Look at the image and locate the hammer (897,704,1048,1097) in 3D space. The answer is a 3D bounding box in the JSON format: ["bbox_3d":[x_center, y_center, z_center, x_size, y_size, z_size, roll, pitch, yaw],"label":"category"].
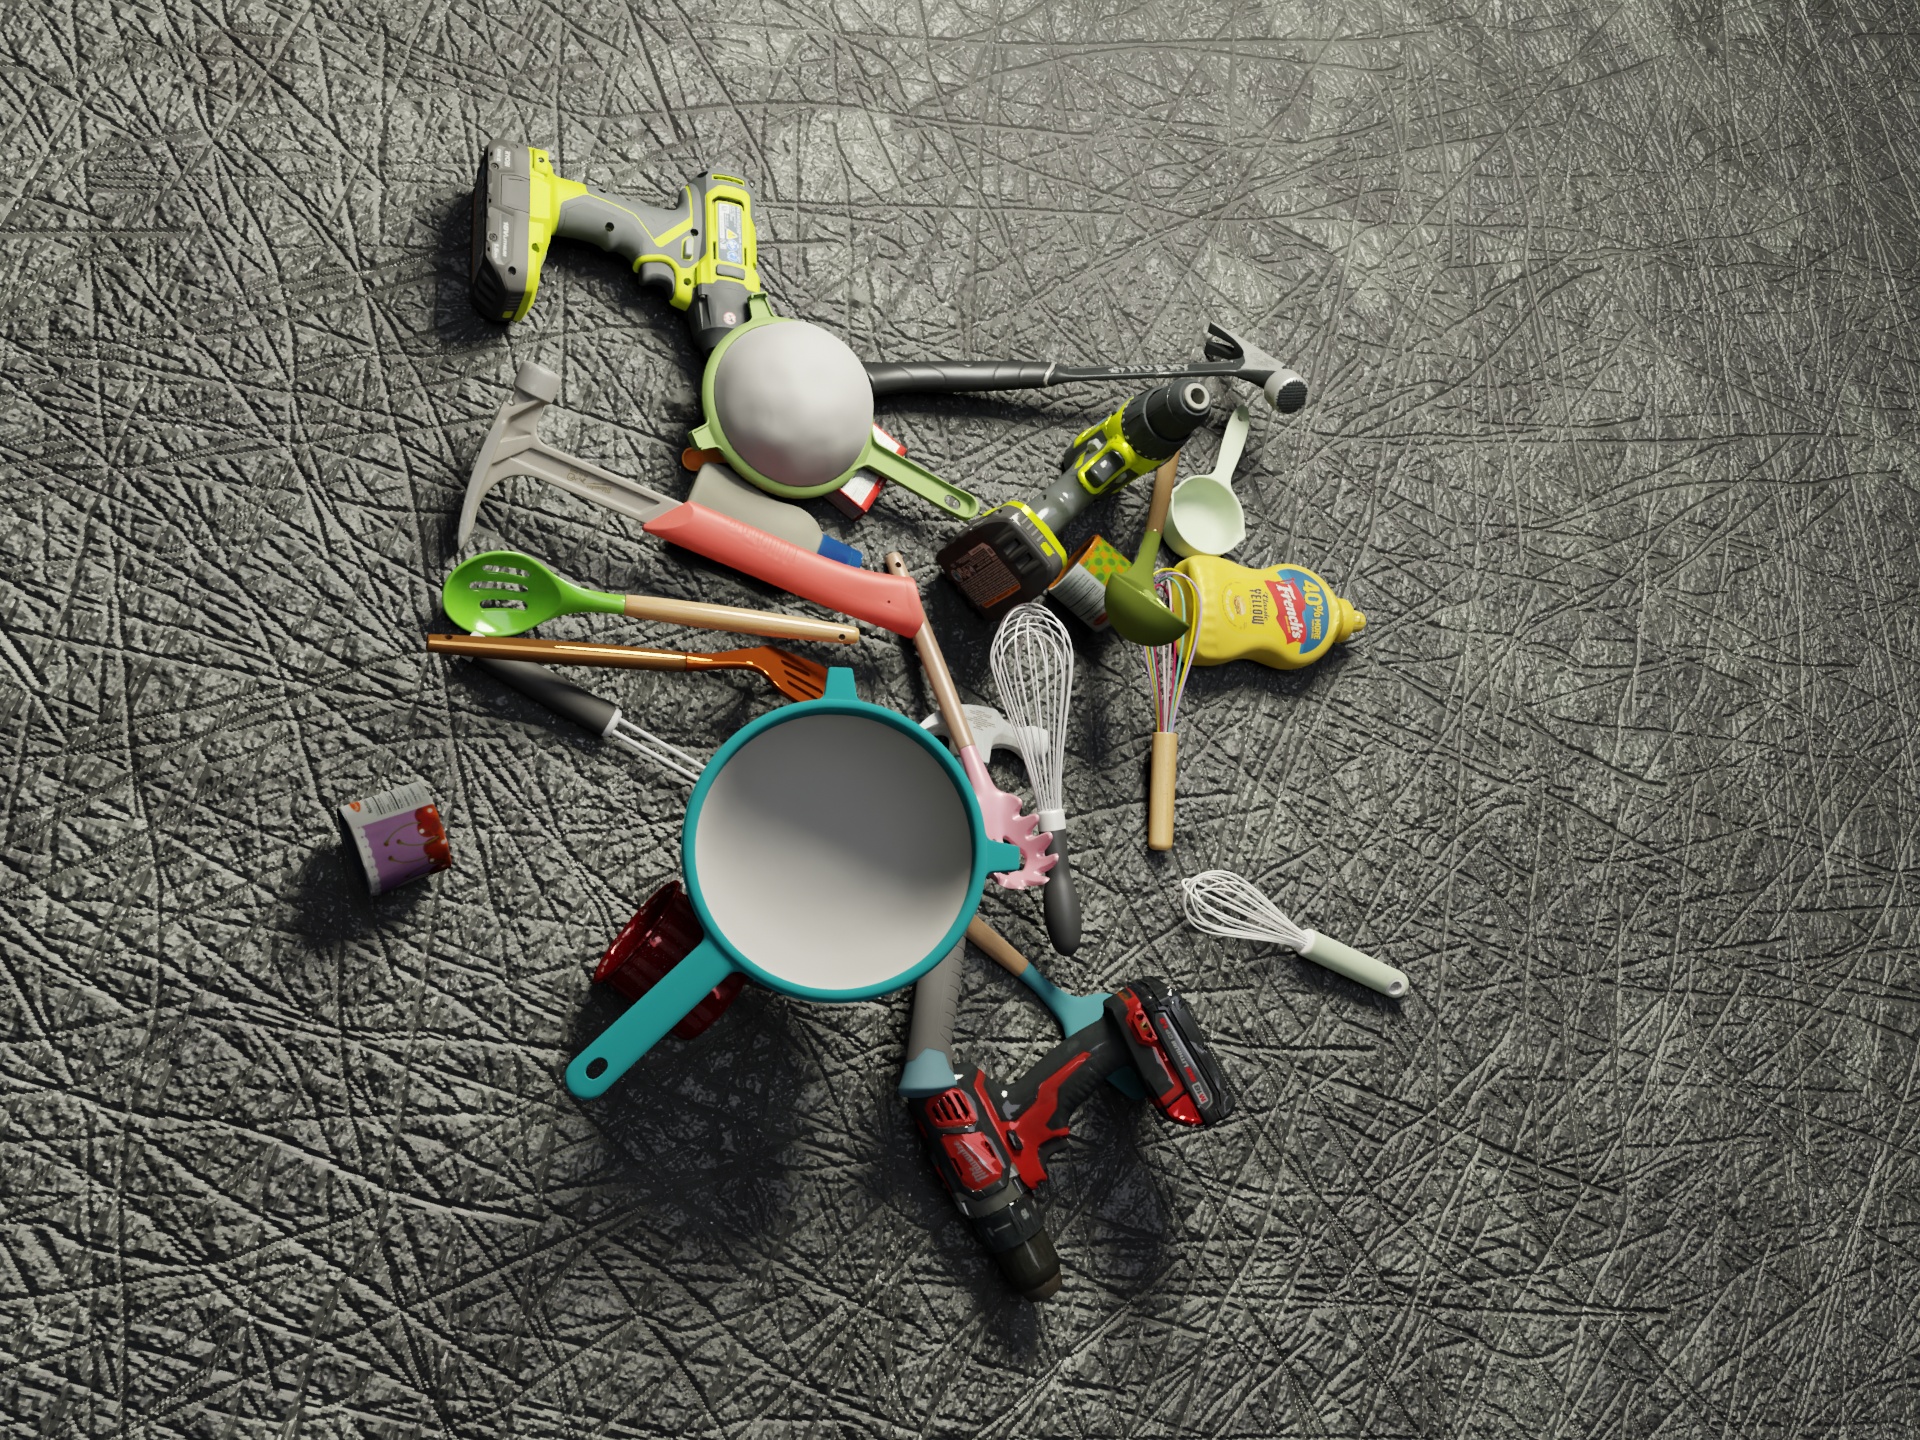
[{"bbox_3d":[-0.006,0.134,1.246,0.128,0.033,0.331,18,59,-17],"label":"hammer"}]

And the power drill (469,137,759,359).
[{"bbox_3d":[-0.272,-0.370,1.274,0.223,0.080,0.171,4,75,-26],"label":"power drill"}]

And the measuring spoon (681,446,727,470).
[{"bbox_3d":[-0.177,-0.222,1.312,0.117,0.011,0.021,-16,89,-30],"label":"measuring spoon"}]

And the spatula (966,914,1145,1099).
[{"bbox_3d":[0.036,0.180,1.276,0.317,0.044,0.082,40,62,-8],"label":"spatula"}]

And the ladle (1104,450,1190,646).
[{"bbox_3d":[0.178,-0.183,1.376,0.078,0.062,0.320,32,47,-18],"label":"ladle"}]

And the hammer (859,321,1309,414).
[{"bbox_3d":[0.096,-0.311,1.412,0.409,0.036,0.149,-5,35,-17],"label":"hammer"}]

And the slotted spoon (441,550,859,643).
[{"bbox_3d":[-0.231,-0.083,1.215,0.313,0.031,0.070,6,116,-16],"label":"slotted spoon"}]

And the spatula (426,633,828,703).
[{"bbox_3d":[-0.234,-0.038,1.196,0.322,0.041,0.081,4,39,-24],"label":"spatula"}]

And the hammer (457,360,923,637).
[{"bbox_3d":[-0.197,-0.136,1.232,0.359,0.037,0.149,22,94,-16],"label":"hammer"}]

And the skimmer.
[{"bbox_3d":[-0.202,0.027,1.187,0.363,0.090,0.127,31,72,-13],"label":"skimmer"}]

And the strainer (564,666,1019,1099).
[{"bbox_3d":[-0.137,0.138,1.108,0.340,0.095,0.211,-43,87,-17],"label":"strainer"}]

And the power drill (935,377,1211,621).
[{"bbox_3d":[0.100,-0.192,1.325,0.228,0.190,0.080,-44,98,-22],"label":"power drill"}]

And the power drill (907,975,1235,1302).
[{"bbox_3d":[0.094,0.317,1.218,0.226,0.080,0.188,-27,88,-4],"label":"power drill"}]

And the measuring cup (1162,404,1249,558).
[{"bbox_3d":[0.233,-0.220,1.472,0.083,0.038,0.168,28,65,-14],"label":"measuring cup"}]

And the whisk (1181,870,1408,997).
[{"bbox_3d":[0.294,0.190,1.387,0.246,0.059,0.058,26,104,-19],"label":"whisk"}]

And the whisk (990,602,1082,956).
[{"bbox_3d":[0.067,0.048,1.271,0.070,0.070,0.284,-7,91,-25],"label":"whisk"}]

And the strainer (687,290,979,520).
[{"bbox_3d":[-0.081,-0.234,1.282,0.256,0.069,0.151,27,69,-22],"label":"strainer"}]

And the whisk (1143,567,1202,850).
[{"bbox_3d":[0.174,-0.011,1.376,0.047,0.051,0.245,7,83,-45],"label":"whisk"}]

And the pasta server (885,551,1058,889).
[{"bbox_3d":[-0.002,-0.004,1.275,0.060,0.040,0.316,-13,68,-20],"label":"pasta server"}]
